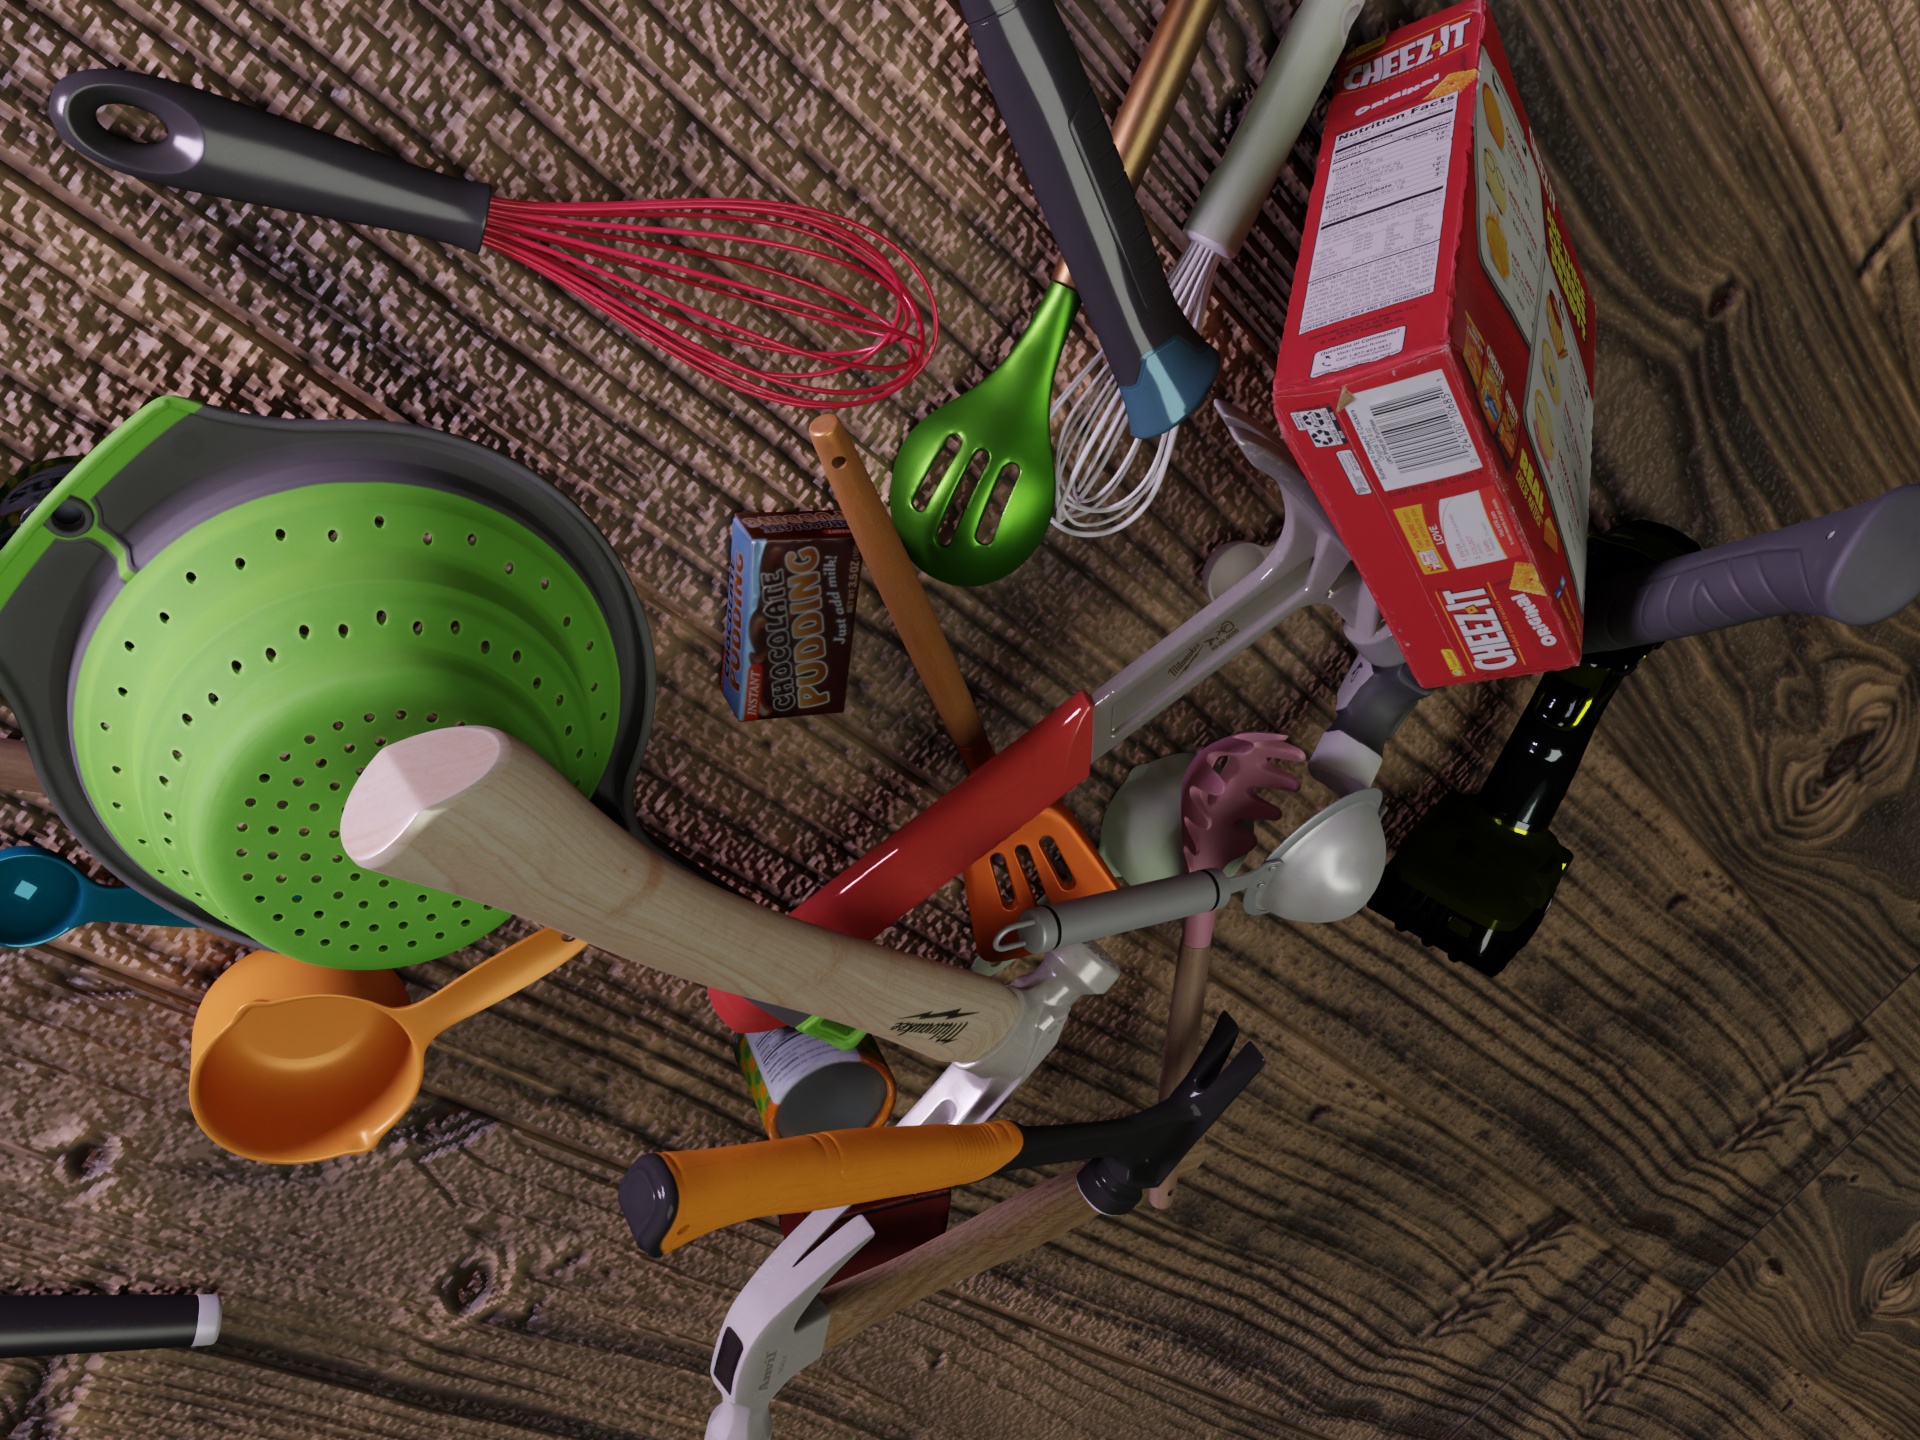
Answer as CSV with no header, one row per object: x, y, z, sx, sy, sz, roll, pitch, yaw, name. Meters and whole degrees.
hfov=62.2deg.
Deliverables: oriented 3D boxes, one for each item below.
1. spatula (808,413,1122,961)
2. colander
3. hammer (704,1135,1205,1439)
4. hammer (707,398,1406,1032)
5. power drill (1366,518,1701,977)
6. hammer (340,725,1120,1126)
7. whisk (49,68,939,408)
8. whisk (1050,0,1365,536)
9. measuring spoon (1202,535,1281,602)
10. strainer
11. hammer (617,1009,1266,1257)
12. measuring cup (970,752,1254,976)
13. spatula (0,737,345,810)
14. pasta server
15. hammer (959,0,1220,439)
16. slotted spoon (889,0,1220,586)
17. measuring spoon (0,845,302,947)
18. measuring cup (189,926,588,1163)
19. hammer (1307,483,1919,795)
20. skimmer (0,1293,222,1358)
-0.001,-0.002,0.696,0.081,0.041,0.322,-19,136,6,spatula
-0.144,0.055,0.573,0.204,0.095,0.396,-45,129,5,colander
0.015,0.269,0.832,0.331,0.031,0.130,-11,124,-42,hammer
0.020,0.023,0.685,0.359,0.037,0.149,-38,128,18,hammer
0.295,0.011,0.810,0.171,0.080,0.223,-21,136,-55,power drill
-0.071,0.099,0.604,0.146,0.038,0.410,-49,145,4,hammer
-0.142,-0.164,0.540,0.295,0.073,0.073,10,114,-23,whisk
0.097,-0.188,0.650,0.246,0.059,0.058,-63,162,13,whisk
0.164,-0.092,0.760,0.124,0.018,0.034,-30,128,-15,measuring spoon
0.119,0.077,0.717,0.258,0.050,0.086,-8,138,-34,strainer
0.001,0.188,0.701,0.336,0.034,0.127,8,125,-45,hammer
0.078,0.086,0.806,0.167,0.038,0.083,-38,128,-3,measuring cup
-0.372,0.008,0.554,0.315,0.018,0.059,12,109,-30,spatula
0.122,0.137,0.810,0.060,0.040,0.316,-19,126,-32,pasta server
0.017,-0.248,0.549,0.128,0.033,0.330,-31,118,-4,hammer
0.051,-0.195,0.624,0.070,0.031,0.313,27,104,7,slotted spoon
-0.318,0.067,0.621,0.128,0.021,0.042,7,115,-39,measuring spoon
-0.234,0.113,0.665,0.173,0.052,0.095,-29,127,-10,measuring cup
0.256,-0.045,0.651,0.035,0.335,0.146,32,78,-9,hammer
-0.472,0.244,0.603,0.363,0.090,0.127,11,82,-33,skimmer
